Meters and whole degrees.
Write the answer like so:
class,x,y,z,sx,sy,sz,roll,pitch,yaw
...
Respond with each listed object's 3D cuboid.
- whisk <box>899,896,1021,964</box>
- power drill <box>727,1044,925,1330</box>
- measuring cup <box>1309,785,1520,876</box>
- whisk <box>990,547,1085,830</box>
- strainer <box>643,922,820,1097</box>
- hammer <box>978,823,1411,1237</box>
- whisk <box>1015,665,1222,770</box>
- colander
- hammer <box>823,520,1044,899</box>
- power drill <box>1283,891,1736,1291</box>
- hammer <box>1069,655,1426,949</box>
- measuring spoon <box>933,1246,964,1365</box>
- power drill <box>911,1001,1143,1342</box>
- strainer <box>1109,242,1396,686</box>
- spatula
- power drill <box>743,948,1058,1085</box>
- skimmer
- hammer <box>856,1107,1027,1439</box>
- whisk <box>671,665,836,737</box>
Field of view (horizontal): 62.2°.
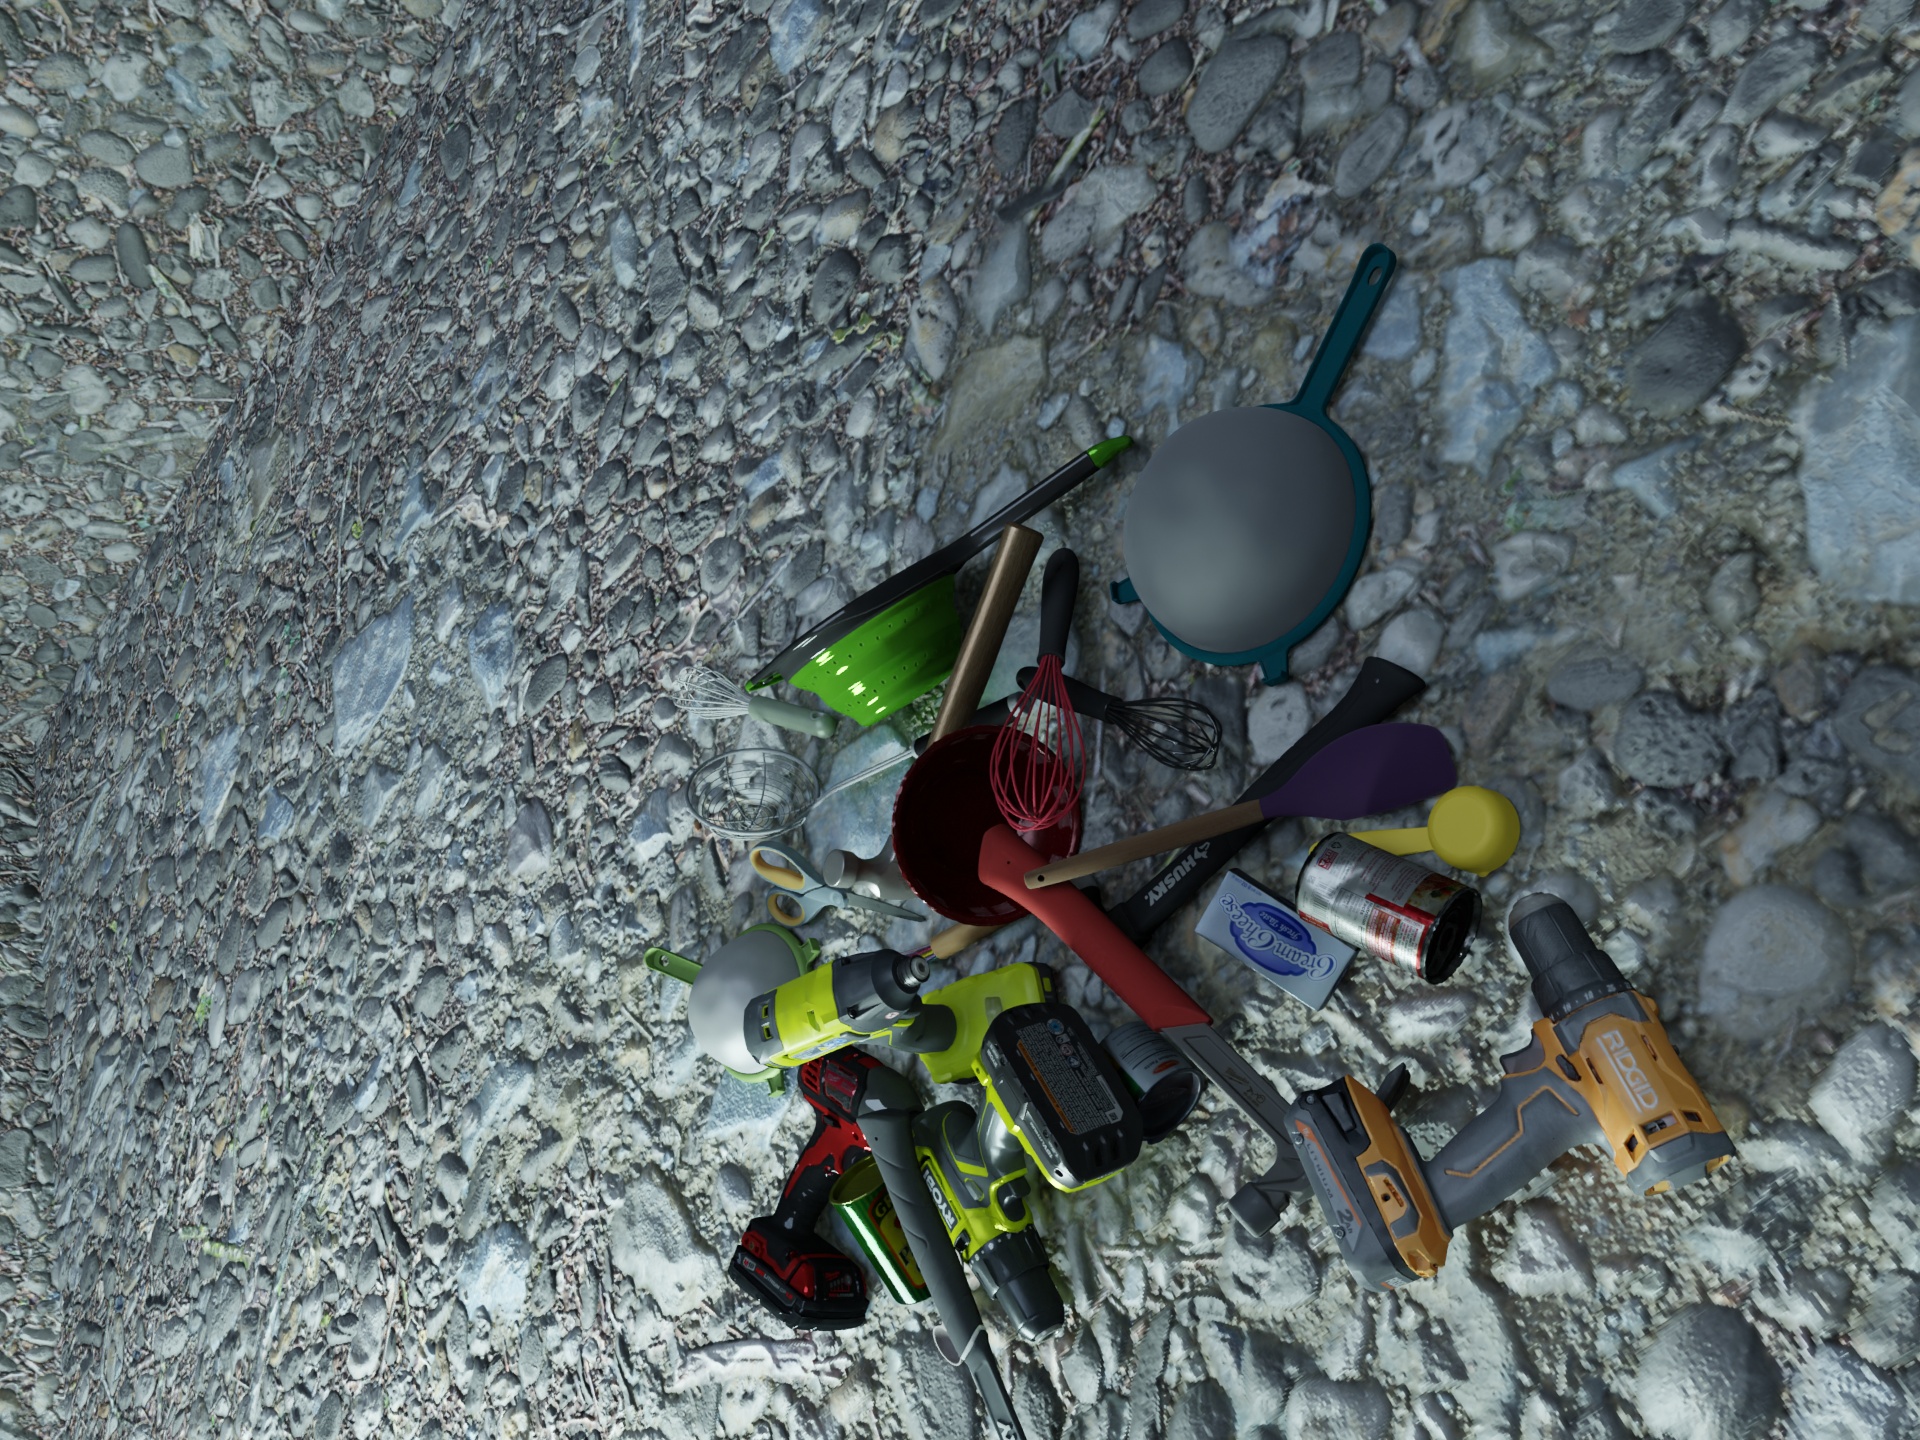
class,x,y,z,sx,sy,sz,roll,pitch,yaw
whisk,-0.036,0.206,1.365,0.245,0.047,0.051,-32,56,30
power drill,-0.104,0.395,1.353,0.143,0.078,0.220,17,87,45
measuring cup,0.300,0.080,1.080,0.156,0.029,0.062,-14,68,41
whisk,0.070,-0.033,1.272,0.073,0.073,0.296,-28,38,36
strainer,-0.248,0.256,1.537,0.256,0.069,0.151,11,86,44
hammer,0.140,0.186,1.134,0.149,0.036,0.359,-44,55,-4
whisk,0.121,-0.010,1.273,0.239,0.055,0.055,23,94,50
colander,0.001,-0.103,1.383,0.397,0.204,0.094,-33,90,15
hammer,-0.002,-0.004,1.321,0.031,0.130,0.331,32,104,51
power drill,0.314,0.222,0.960,0.226,0.084,0.186,-28,57,13
hammer,0.209,0.078,1.167,0.334,0.035,0.146,-47,49,24
measuring spoon,-0.002,0.453,1.239,0.034,0.018,0.124,32,130,39
power drill,0.047,0.335,1.178,0.191,0.080,0.228,57,141,31
strainer,0.223,-0.210,1.197,0.211,0.095,0.340,35,104,45
spatula,0.189,0.068,1.127,0.316,0.018,0.060,-20,89,20
power drill,-0.030,0.225,1.222,0.171,0.223,0.080,-29,59,36
skimmer,-0.099,0.025,1.447,0.363,0.090,0.127,-24,23,34
hammer,0.015,0.478,1.168,0.149,0.036,0.409,-37,70,35
whisk,-0.210,-0.014,1.606,0.246,0.058,0.059,14,122,43
